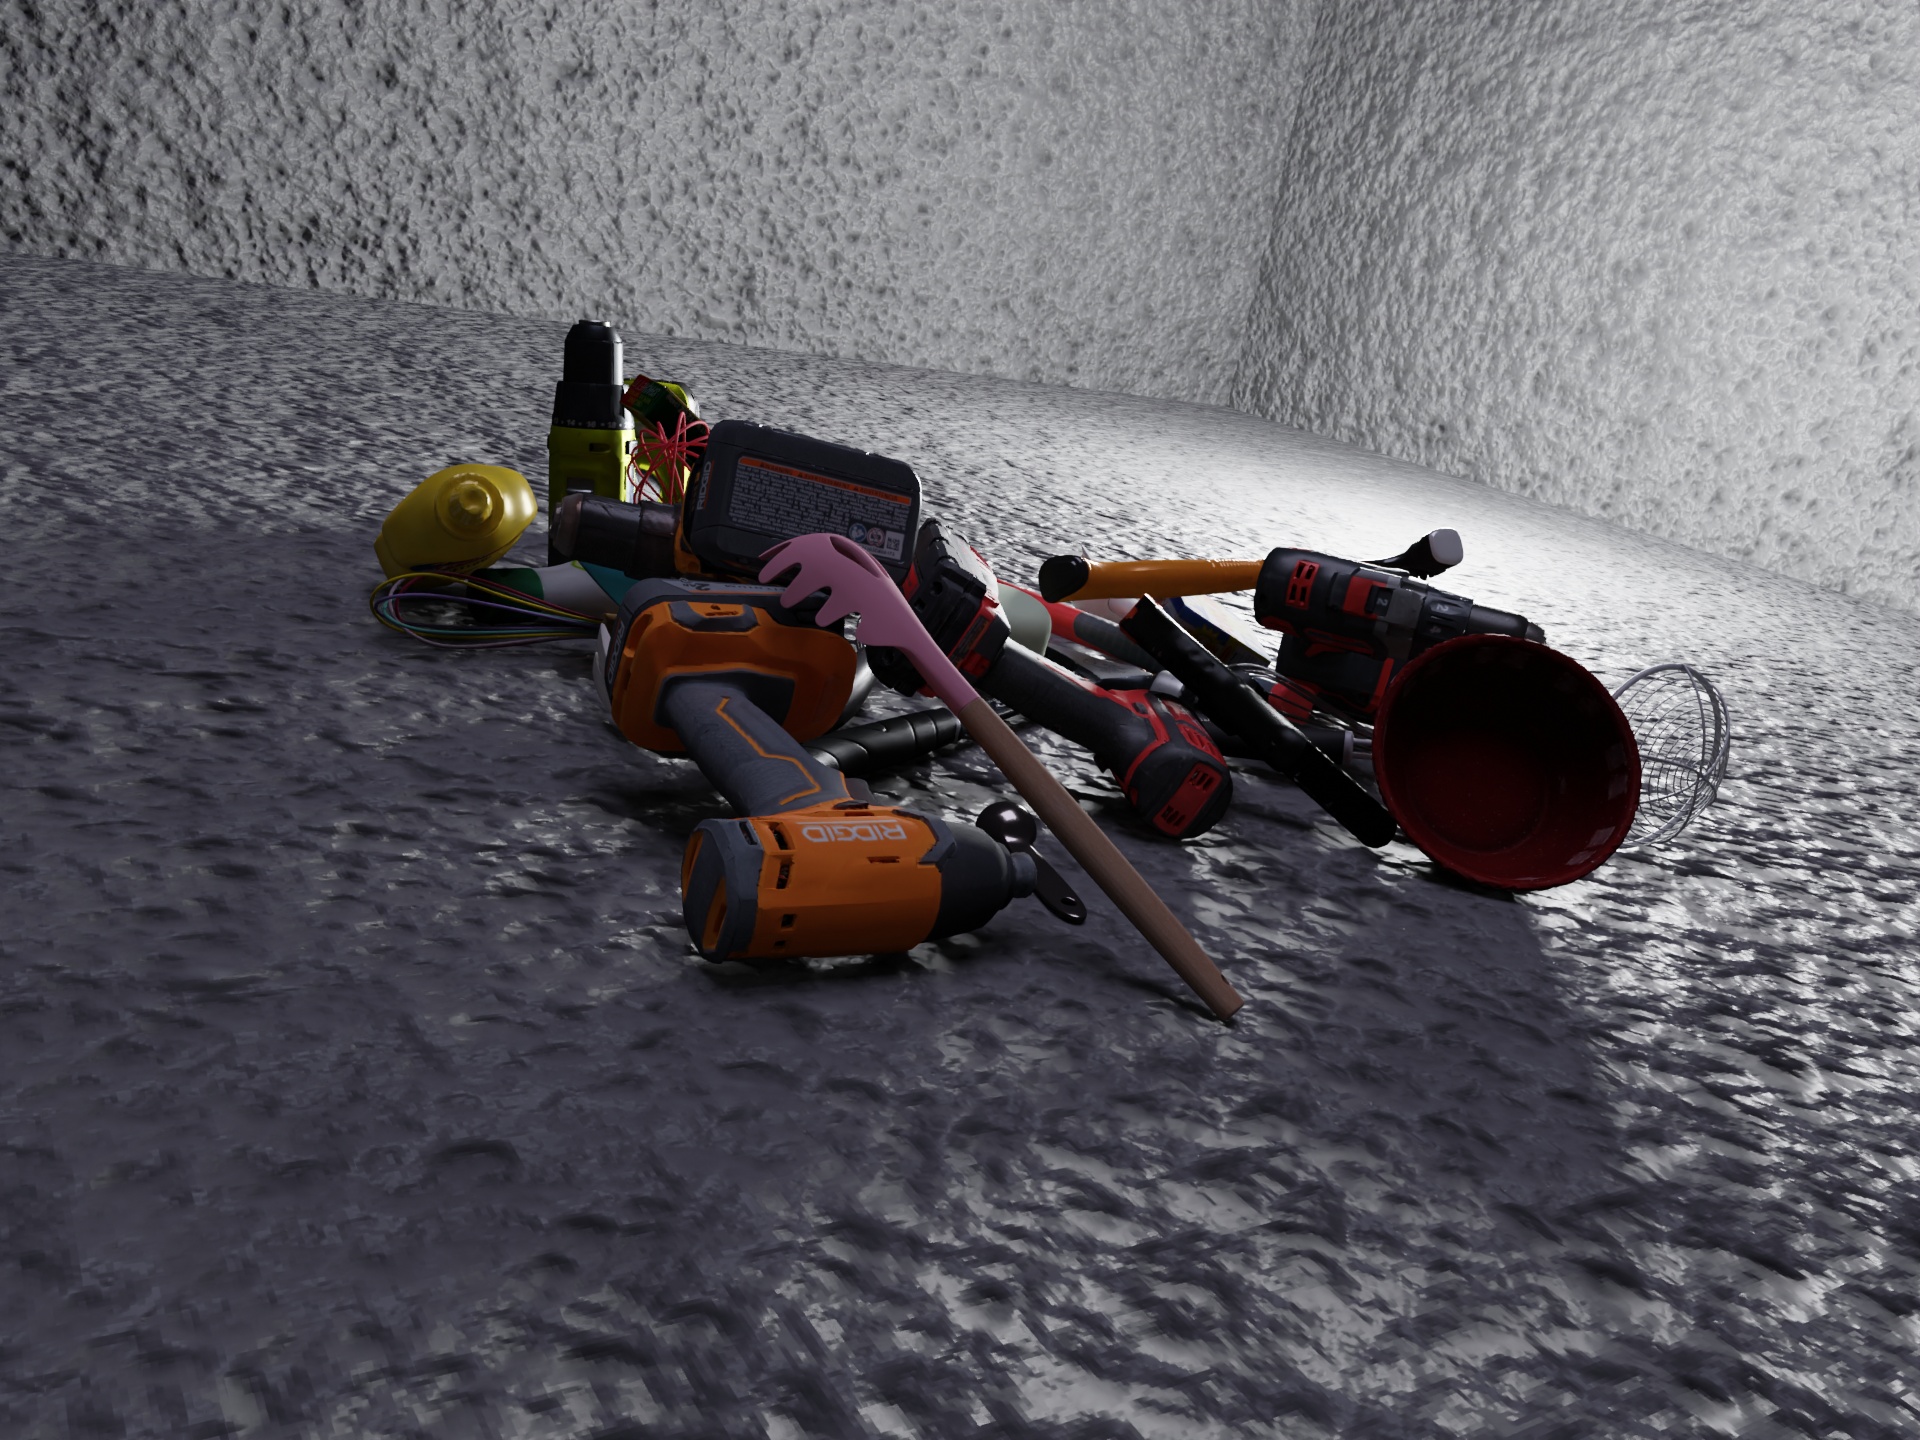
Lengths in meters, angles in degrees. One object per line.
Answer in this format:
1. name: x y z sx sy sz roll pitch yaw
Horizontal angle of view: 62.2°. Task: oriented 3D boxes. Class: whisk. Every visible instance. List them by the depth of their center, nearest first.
1. whisk: -0.251 -0.063 1.025 0.244 0.047 0.051 5 17 -28
2. whisk: -0.063 -0.038 1.061 0.055 0.055 0.239 13 22 7
3. whisk: 0.287 0.018 1.099 0.246 0.059 0.057 18 -12 8
4. whisk: -0.201 -0.152 1.148 0.073 0.073 0.296 9 -10 -8

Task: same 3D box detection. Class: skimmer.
1. skimmer: 0.320 0.014 1.058 0.363 0.127 0.090 5 20 13

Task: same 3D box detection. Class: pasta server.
1. pasta server: 0.017 0.019 0.747 0.316 0.040 0.060 49 24 16

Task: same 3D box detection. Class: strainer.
1. strainer: 0.128 -0.099 1.322 0.050 0.087 0.258 -35 12 2

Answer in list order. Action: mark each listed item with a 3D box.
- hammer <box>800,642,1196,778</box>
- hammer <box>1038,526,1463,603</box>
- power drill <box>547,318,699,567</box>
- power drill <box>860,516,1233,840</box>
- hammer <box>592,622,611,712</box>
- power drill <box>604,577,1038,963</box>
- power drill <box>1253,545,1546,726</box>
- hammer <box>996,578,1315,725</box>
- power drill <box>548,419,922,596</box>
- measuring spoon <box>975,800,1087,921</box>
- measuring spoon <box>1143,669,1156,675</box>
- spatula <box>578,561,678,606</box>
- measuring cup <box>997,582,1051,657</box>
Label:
1. hammer: -0.002 -0.003 1.002 0.149 0.036 0.409 20 20 29
2. hammer: 0.209 -0.108 1.199 0.336 0.034 0.127 -4 -12 -25
3. power drill: -0.266 -0.213 1.247 0.080 0.190 0.228 4 12 2
4. power drill: 0.054 -0.022 0.931 0.219 0.078 0.143 31 16 -17
5. hammer: -0.128 -0.053 1.030 0.130 0.031 0.331 21 22 9
6. power drill: -0.070 0.024 0.755 0.164 0.084 0.227 1 35 -30
7. power drill: 0.306 -0.053 1.127 0.188 0.080 0.226 16 -7 15
8. hammer: 0.084 -0.071 1.224 0.386 0.038 0.143 23 -10 15
9. power drill: -0.135 -0.109 0.920 0.185 0.084 0.226 11 -7 -19
10. measuring spoon: 0.040 0.070 0.826 0.034 0.018 0.124 4 19 -21
11. measuring spoon: 0.165 -0.047 1.287 0.021 0.011 0.117 21 23 16
12. spatula: -0.172 -0.101 1.140 0.082 0.044 0.317 46 11 10
13. measuring cup: 0.006 -0.090 1.116 0.083 0.038 0.168 3 28 -31
